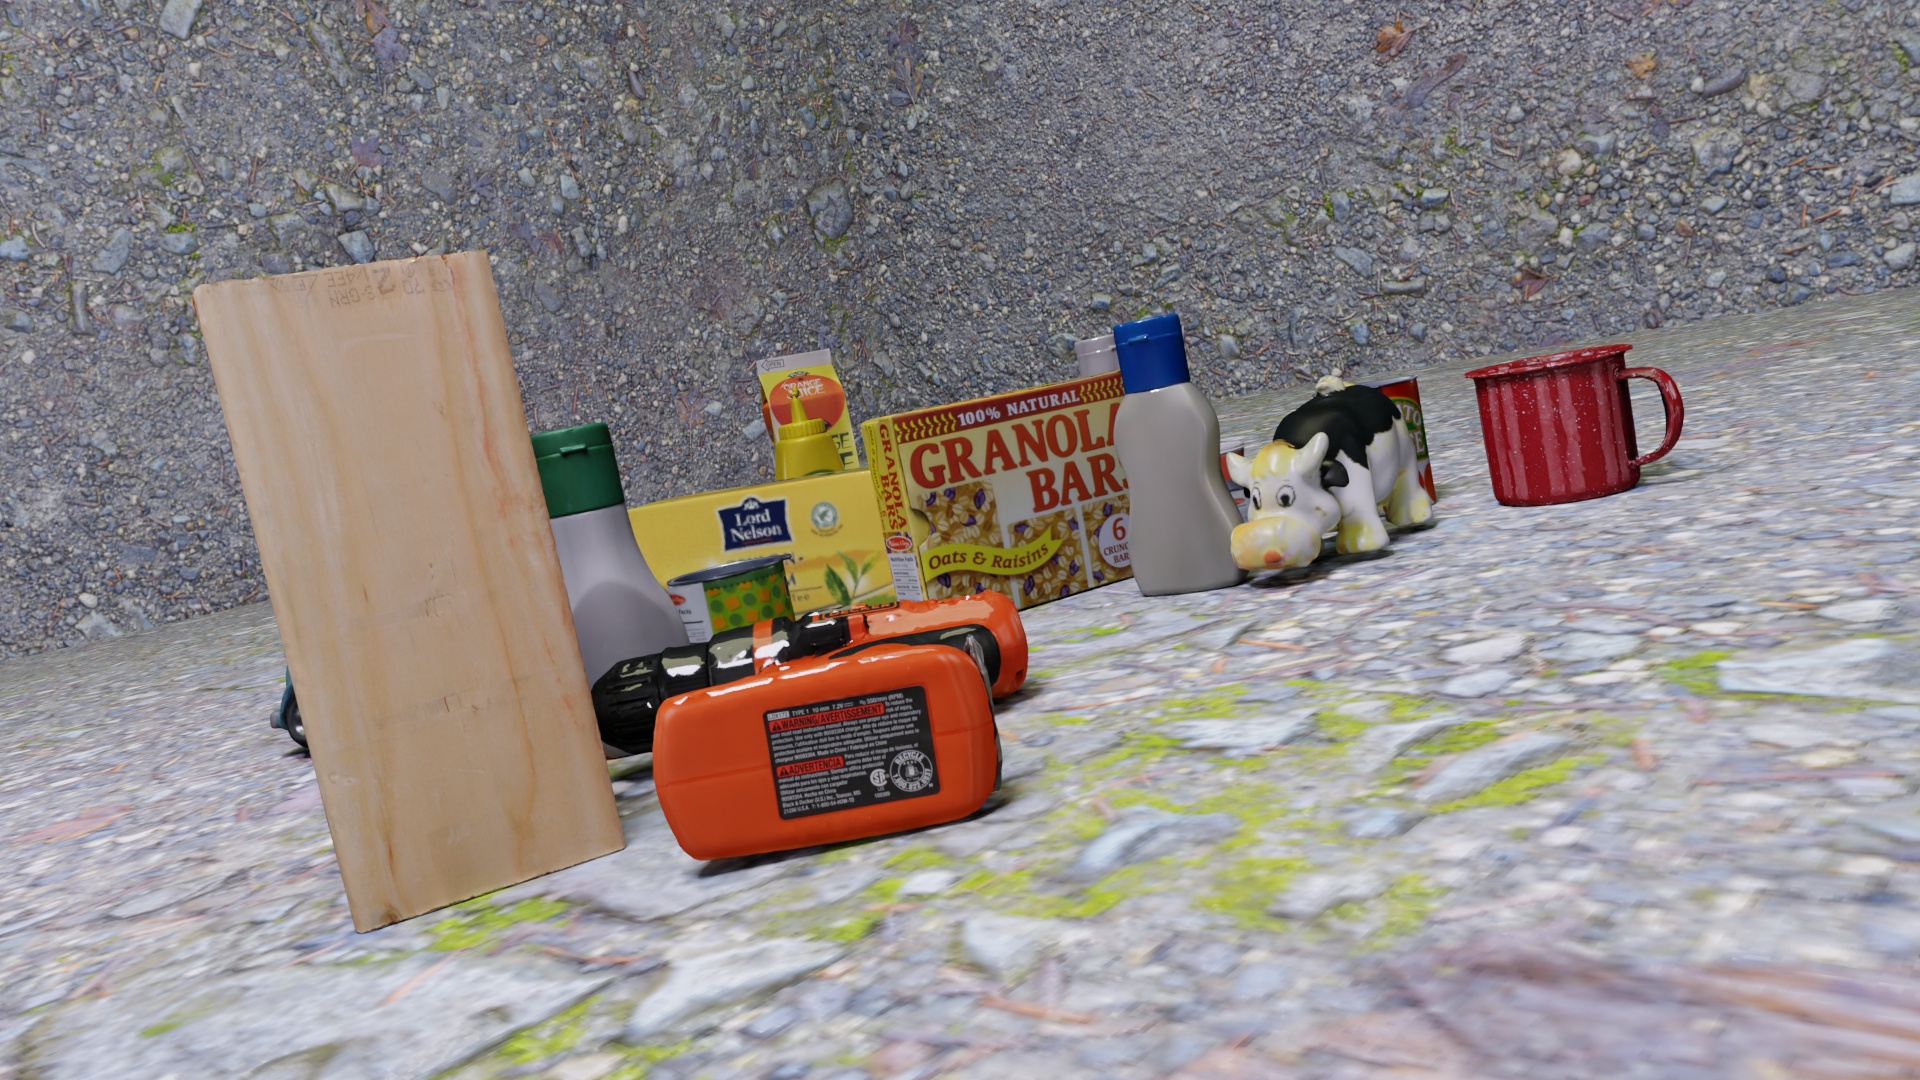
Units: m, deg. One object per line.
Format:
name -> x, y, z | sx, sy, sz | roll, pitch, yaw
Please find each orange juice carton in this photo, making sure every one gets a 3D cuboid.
orange juice carton -> -0.136, -0.079, 1.291 | 0.072, 0.192, 0.073 | -13, 6, -13

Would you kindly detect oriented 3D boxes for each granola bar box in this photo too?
granola bar box -> 0.034, -0.025, 0.811 | 0.166, 0.124, 0.039 | -15, 6, -30

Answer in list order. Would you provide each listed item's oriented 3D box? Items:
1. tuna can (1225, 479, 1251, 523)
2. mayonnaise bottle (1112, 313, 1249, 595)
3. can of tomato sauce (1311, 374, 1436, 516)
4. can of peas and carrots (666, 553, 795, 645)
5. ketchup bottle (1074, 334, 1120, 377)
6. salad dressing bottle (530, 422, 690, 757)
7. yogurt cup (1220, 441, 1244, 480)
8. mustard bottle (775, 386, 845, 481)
tuna can -> 0.177, -0.021, 0.943 | 0.071, 0.032, 0.071 | -11, 6, 1
mayonnaise bottle -> 0.114, -0.047, 0.750 | 0.064, 0.148, 0.041 | -8, 6, 27
can of tomato sauce -> 0.269, -0.060, 0.898 | 0.071, 0.083, 0.071 | -11, 6, 1
can of peas and carrots -> -0.124, 0.043, 0.780 | 0.071, 0.058, 0.071 | -11, 6, 1
ketchup bottle -> 0.118, -0.080, 1.044 | 0.065, 0.148, 0.043 | -15, 7, -34
salad dressing bottle -> -0.161, 0.022, 0.629 | 0.064, 0.147, 0.044 | -13, 6, -17
yogurt cup -> 0.179, -0.041, 1.022 | 0.072, 0.054, 0.072 | -11, 6, 1
mustard bottle -> -0.127, -0.051, 1.176 | 0.065, 0.160, 0.049 | -14, 6, -23
